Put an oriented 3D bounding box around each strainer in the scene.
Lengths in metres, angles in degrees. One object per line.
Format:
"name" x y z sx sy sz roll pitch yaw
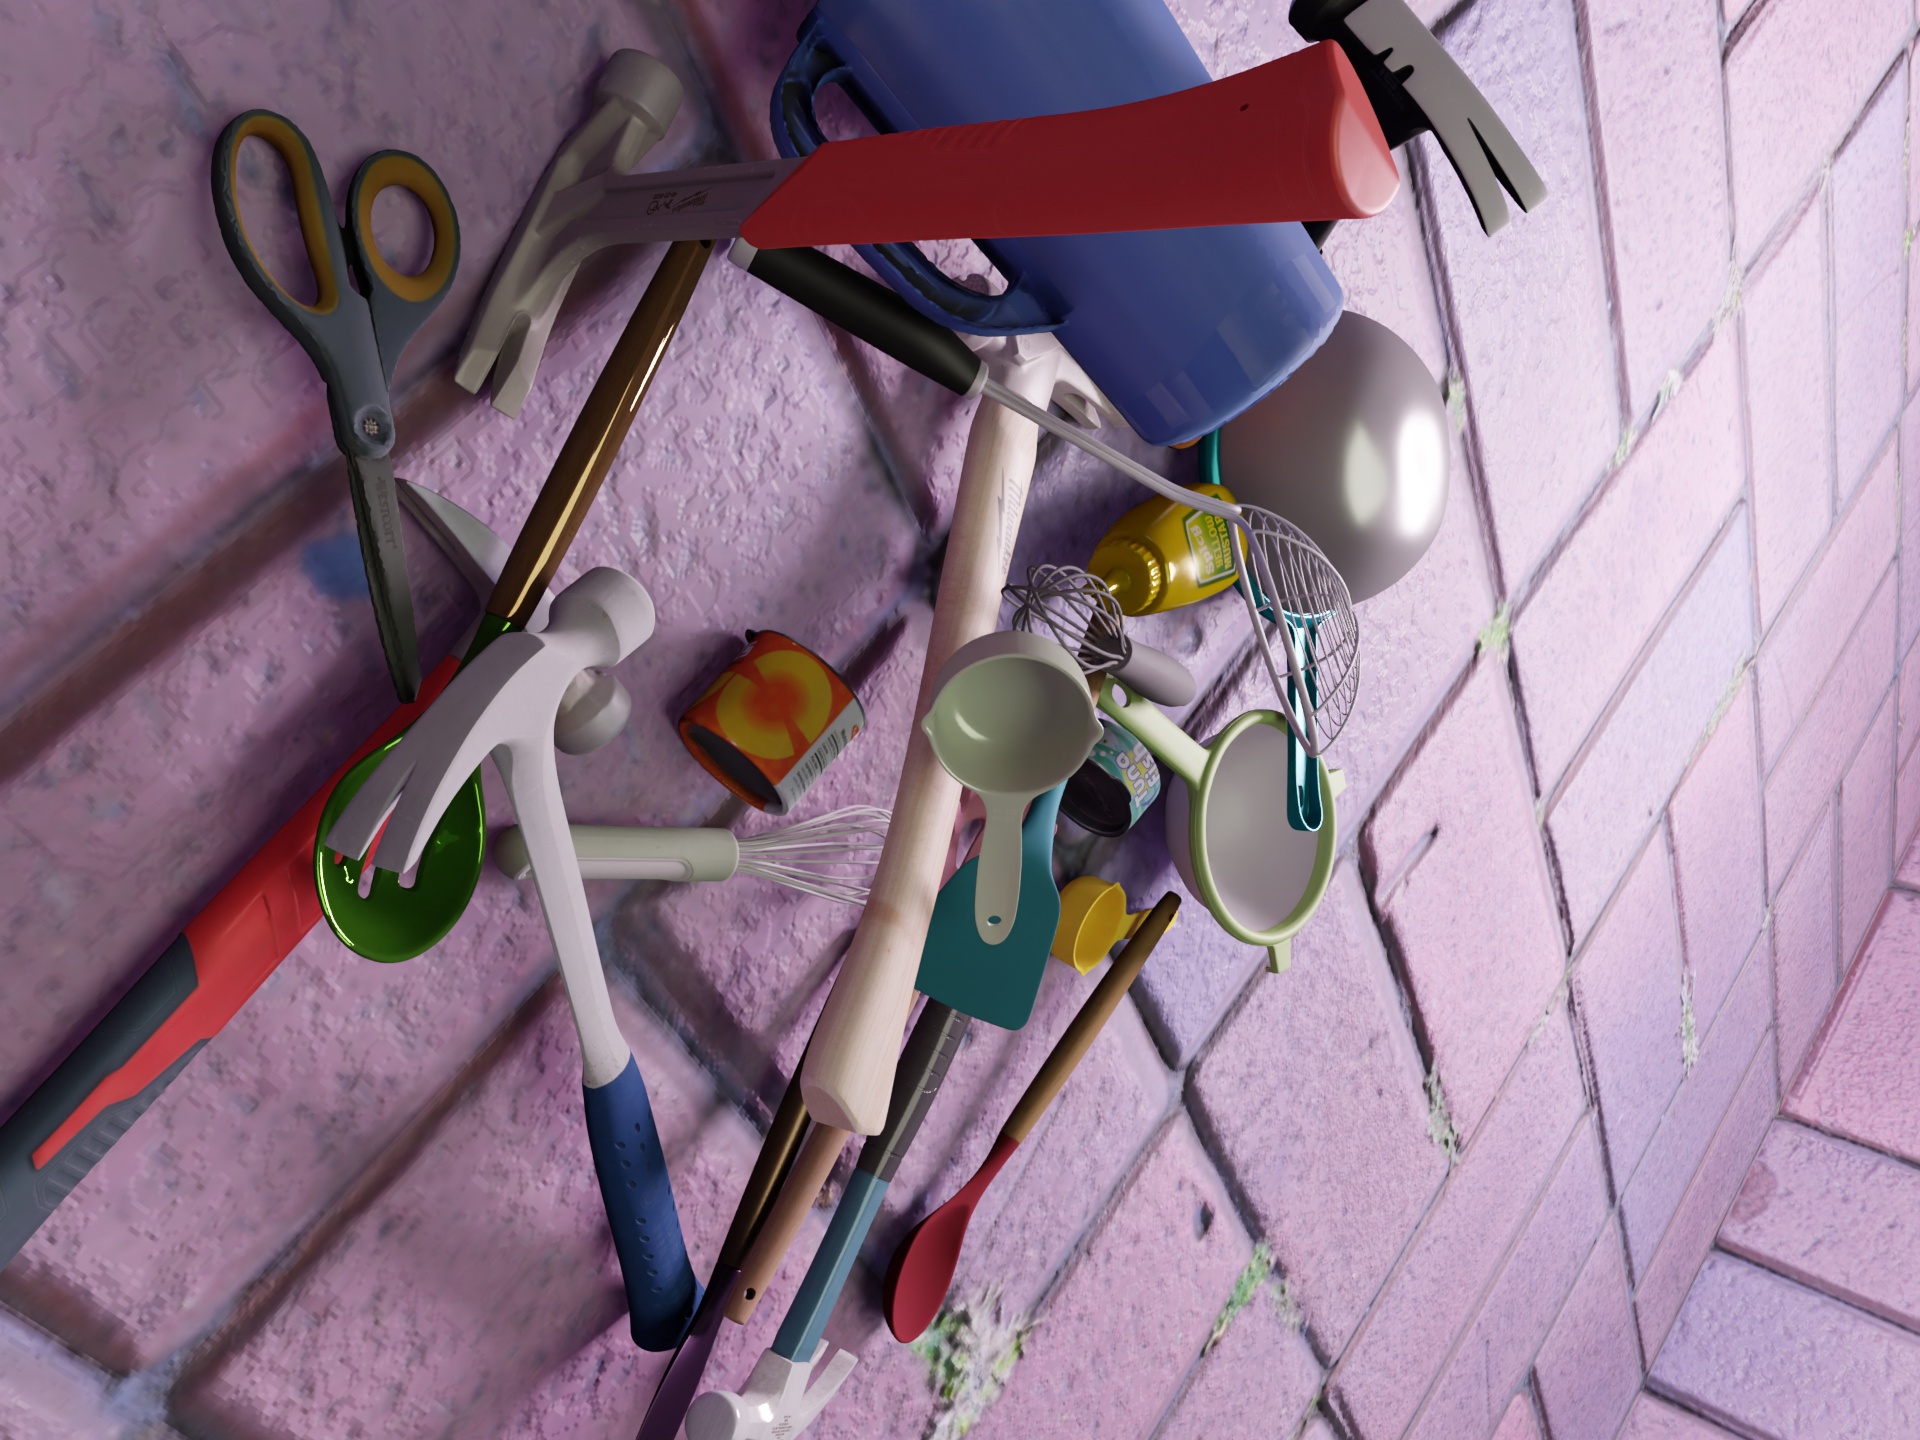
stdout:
"strainer" 0.244 -0.099 0.986 0.211 0.095 0.340 -2 92 -46
"strainer" 0.141 0.042 1.001 0.256 0.069 0.151 38 63 -34

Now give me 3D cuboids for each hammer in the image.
"hammer" 0.156 -0.208 0.773 0.034 0.127 0.336 -35 174 -16
"hammer" -0.001 -0.003 0.790 0.146 0.038 0.411 26 74 -50
"hammer" -0.042 0.235 0.868 0.331 0.033 0.128 -64 157 -15
"hammer" -0.155 0.141 0.667 0.144 0.035 0.405 -50 148 -44
"hammer" -0.283 0.086 0.566 0.386 0.038 0.143 -52 134 -21
"hammer" -0.034 -0.160 0.505 0.036 0.359 0.149 32 76 -46

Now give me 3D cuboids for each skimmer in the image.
"skimmer" 0.043 -0.103 0.740 0.363 0.127 0.090 28 112 -16

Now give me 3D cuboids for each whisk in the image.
"whisk" -0.105 0.064 0.748 0.246 0.059 0.057 6 142 -44
"whisk" 0.083 -0.036 0.835 0.238 0.055 0.055 21 88 -63

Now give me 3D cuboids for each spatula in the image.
"spatula" 0.054 0.009 0.877 0.082 0.044 0.318 26 63 -9
"spatula" -0.104 0.246 0.789 0.059 0.018 0.316 80 31 -63

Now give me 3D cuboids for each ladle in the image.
"ladle" 0.045 0.232 0.969 0.315 0.031 0.069 -53 145 -15

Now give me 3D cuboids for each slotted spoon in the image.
"slotted spoon" -0.160 -0.060 0.602 0.070 0.031 0.314 35 74 -47

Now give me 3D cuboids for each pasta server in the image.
"pasta server" -0.038 0.161 0.824 0.060 0.040 0.316 34 63 -8

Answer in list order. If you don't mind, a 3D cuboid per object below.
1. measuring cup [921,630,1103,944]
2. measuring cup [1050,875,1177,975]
"measuring cup" 0.021 0.032 0.757 0.038 0.083 0.167 -91 -176 -58
"measuring cup" 0.099 0.126 1.015 0.156 0.029 0.062 8 104 -61
